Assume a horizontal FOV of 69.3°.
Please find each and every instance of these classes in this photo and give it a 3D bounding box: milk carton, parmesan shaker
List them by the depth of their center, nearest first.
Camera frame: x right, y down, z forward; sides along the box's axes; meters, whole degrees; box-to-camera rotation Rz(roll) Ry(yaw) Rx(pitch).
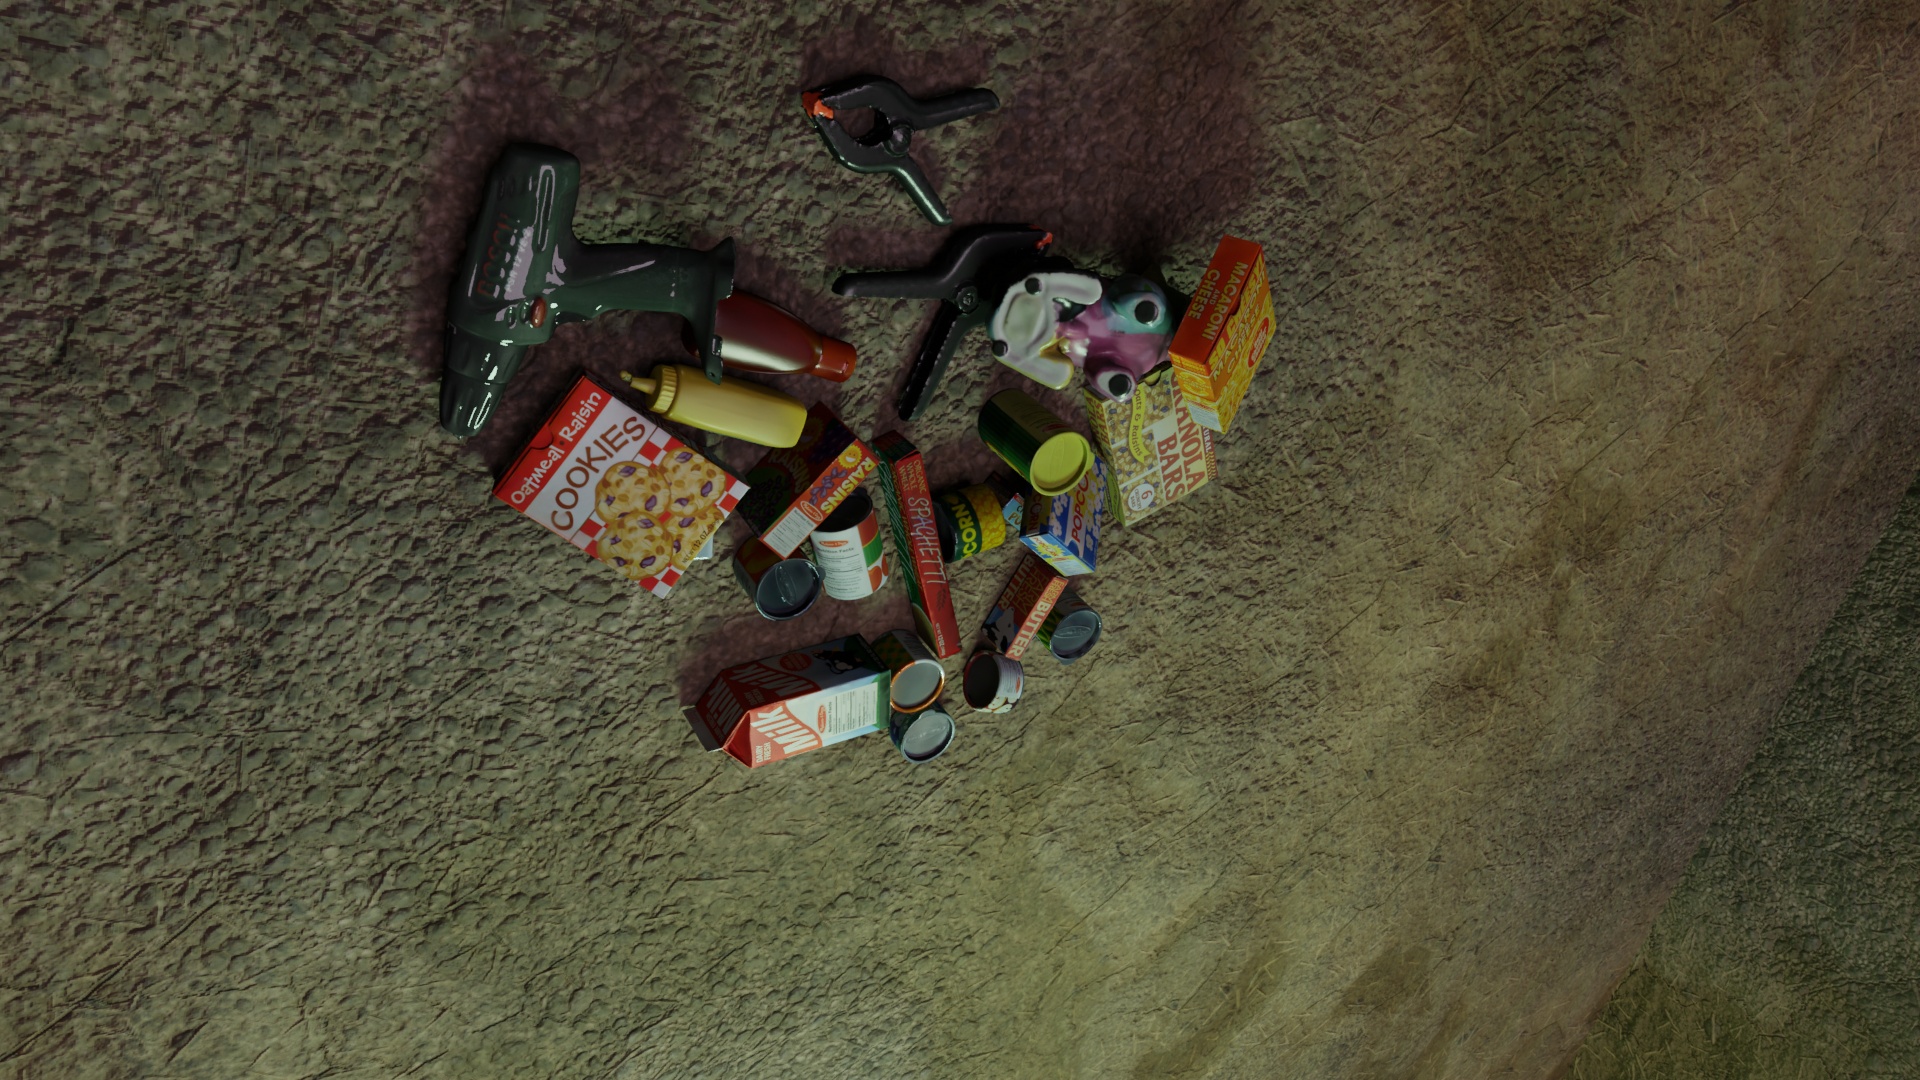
[{"bbox_3d":[0.071,-0.095,1.328,0.071,0.103,0.071,-16,125,-23],"label":"parmesan shaker"},{"bbox_3d":[-0.168,0.160,1.354,0.191,0.072,0.073,-14,125,-26],"label":"milk carton"}]

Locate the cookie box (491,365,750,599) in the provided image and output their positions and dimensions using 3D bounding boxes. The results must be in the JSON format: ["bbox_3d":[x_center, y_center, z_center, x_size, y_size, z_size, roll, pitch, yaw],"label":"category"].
[{"bbox_3d":[-0.279,-0.046,1.150,0.167,0.040,0.123,36,95,-27],"label":"cookie box"}]

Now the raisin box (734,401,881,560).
[{"bbox_3d":[-0.139,-0.054,1.230,0.123,0.086,0.040,-46,130,0],"label":"raisin box"}]

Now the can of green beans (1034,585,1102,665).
[{"bbox_3d":[0.109,0.088,1.496,0.071,0.058,0.071,-16,125,-24],"label":"can of green beans"}]

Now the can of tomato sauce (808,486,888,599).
[{"bbox_3d":[-0.106,0.003,1.302,0.071,0.071,0.082,-25,129,-18],"label":"can of tomato sauce"}]

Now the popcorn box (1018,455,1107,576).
[{"bbox_3d":[0.103,-0.039,1.379,0.085,0.038,0.127,38,51,-42],"label":"popcorn box"}]

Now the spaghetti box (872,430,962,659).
[{"bbox_3d":[-0.040,0.008,1.356,0.029,0.050,0.248,-26,128,-18],"label":"spaghetti box"}]

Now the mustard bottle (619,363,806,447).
[{"bbox_3d":[-0.211,-0.117,1.163,0.160,0.065,0.048,13,102,-32],"label":"mustard bottle"}]

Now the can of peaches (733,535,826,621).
[{"bbox_3d":[-0.167,0.031,1.284,0.071,0.058,0.071,-16,125,-24],"label":"can of peaches"}]

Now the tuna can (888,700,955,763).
[{"bbox_3d":[-0.042,0.201,1.487,0.071,0.033,0.070,-16,126,-24],"label":"tuna can"}]

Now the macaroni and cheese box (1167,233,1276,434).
[{"bbox_3d":[0.244,-0.186,1.278,0.124,0.040,0.166,-64,158,-9],"label":"macaroni and cheese box"}]

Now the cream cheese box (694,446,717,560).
[{"bbox_3d":[-0.244,-0.030,1.219,0.053,0.024,0.103,-7,121,-27],"label":"cream cheese box"}]

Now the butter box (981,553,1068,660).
[{"bbox_3d":[0.067,0.069,1.461,0.024,0.053,0.103,21,105,-41],"label":"butter box"}]

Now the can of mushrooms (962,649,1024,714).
[{"bbox_3d":[0.033,0.152,1.484,0.033,0.071,0.071,13,110,-38],"label":"can of mushrooms"}]

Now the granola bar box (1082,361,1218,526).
[{"bbox_3d":[0.201,-0.111,1.445,0.124,0.039,0.164,-29,130,-15],"label":"granola bar box"}]

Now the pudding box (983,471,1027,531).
[{"bbox_3d":[0.060,-0.029,1.398,0.030,0.050,0.083,-48,131,4],"label":"pudding box"}]

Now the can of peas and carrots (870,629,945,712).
[{"bbox_3d":[-0.059,0.136,1.418,0.071,0.059,0.070,-16,125,-24],"label":"can of peas and carrots"}]

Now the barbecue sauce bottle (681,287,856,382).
[{"bbox_3d":[-0.157,-0.169,1.176,0.148,0.044,0.064,13,110,-38],"label":"barbecue sauce bottle"}]

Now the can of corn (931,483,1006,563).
[{"bbox_3d":[0.005,-0.017,1.356,0.058,0.071,0.070,-20,127,-23],"label":"can of corn"}]
